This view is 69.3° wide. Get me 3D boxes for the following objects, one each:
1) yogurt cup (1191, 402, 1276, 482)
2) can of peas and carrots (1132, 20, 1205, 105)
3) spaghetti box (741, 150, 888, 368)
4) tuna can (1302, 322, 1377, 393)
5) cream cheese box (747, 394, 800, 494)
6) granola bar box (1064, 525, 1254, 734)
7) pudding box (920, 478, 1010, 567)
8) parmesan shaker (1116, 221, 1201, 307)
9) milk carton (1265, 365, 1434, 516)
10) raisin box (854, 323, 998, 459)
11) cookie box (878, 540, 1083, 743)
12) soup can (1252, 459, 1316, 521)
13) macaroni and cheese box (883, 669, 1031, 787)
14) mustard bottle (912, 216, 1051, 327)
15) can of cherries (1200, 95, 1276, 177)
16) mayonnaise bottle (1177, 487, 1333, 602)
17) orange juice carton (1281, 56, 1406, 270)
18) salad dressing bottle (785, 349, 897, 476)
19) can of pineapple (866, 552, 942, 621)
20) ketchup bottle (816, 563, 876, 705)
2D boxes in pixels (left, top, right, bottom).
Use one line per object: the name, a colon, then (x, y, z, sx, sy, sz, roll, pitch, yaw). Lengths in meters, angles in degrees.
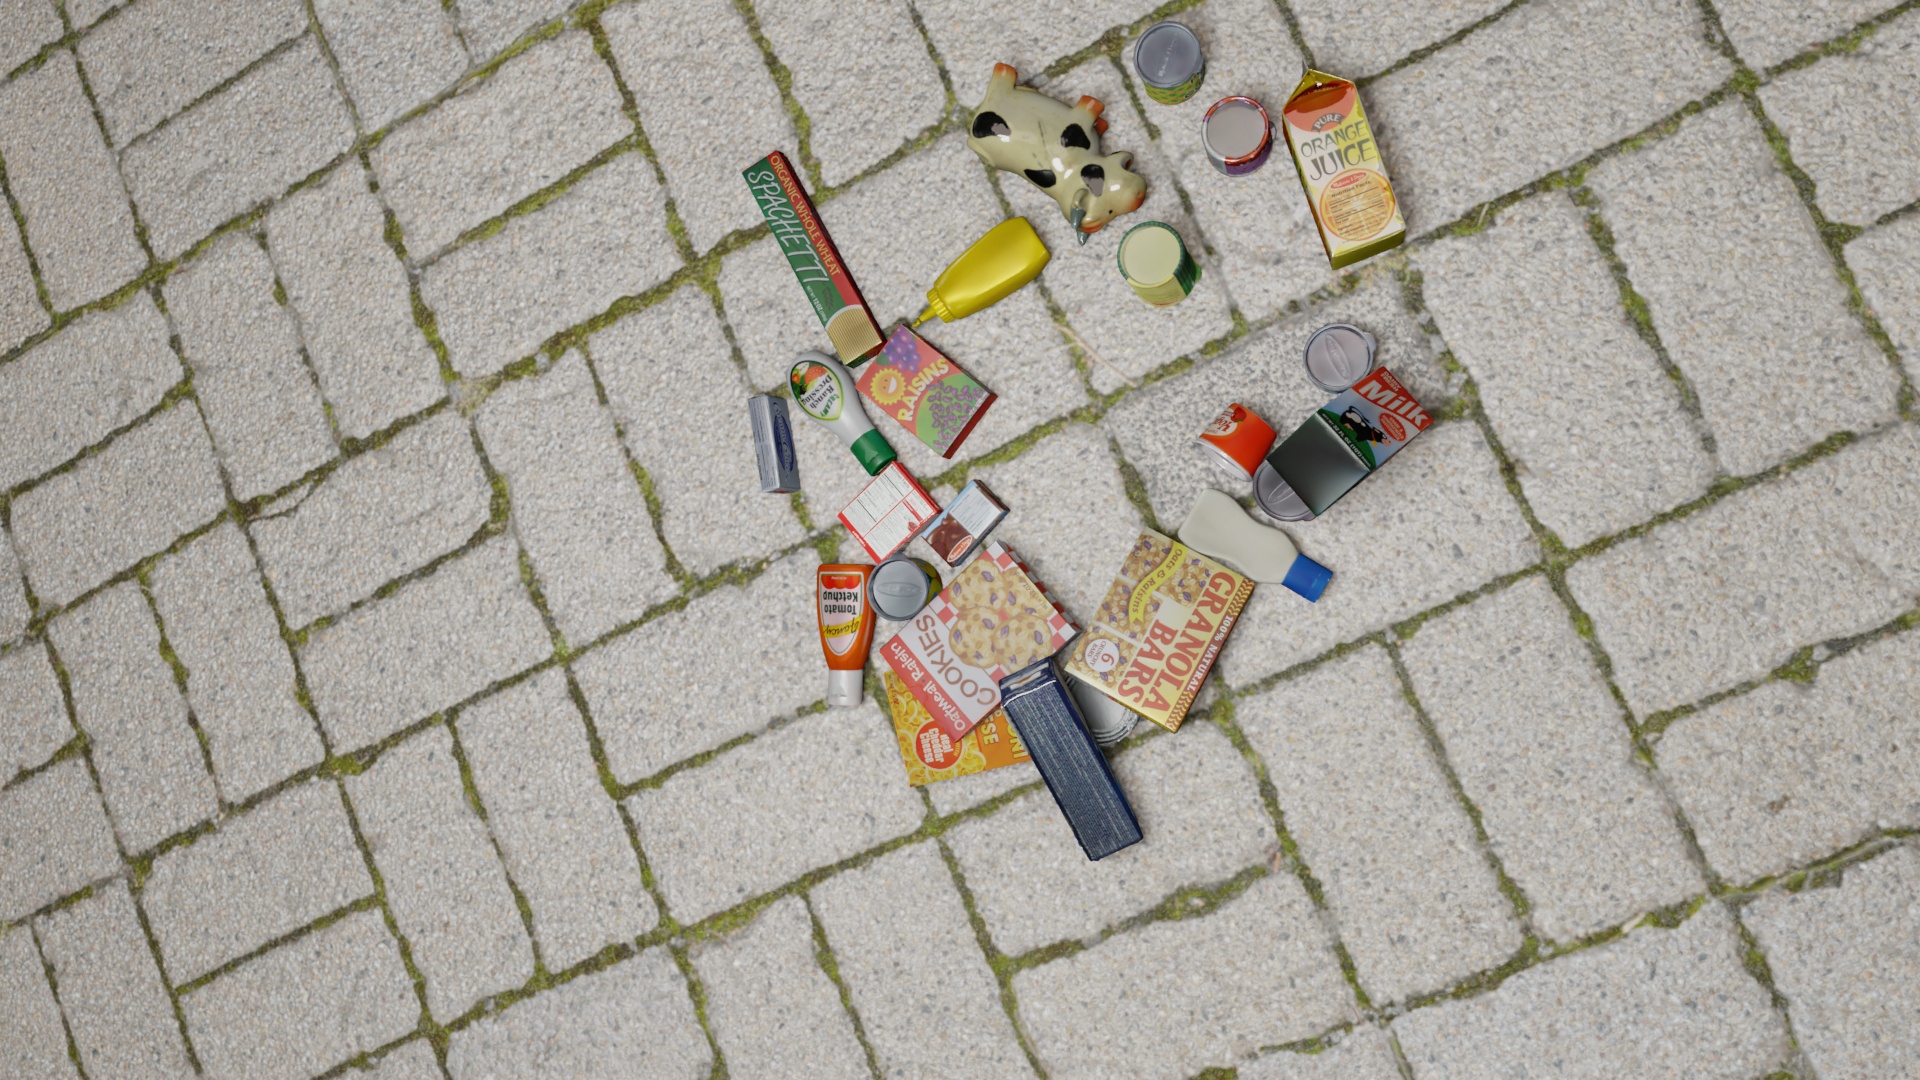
yogurt cup: (0.271, -0.097, 1.356, 0.072, 0.072, 0.054, 38, 91, 12)
can of peas and carrots: (0.211, -0.473, 1.381, 0.071, 0.059, 0.071, 0, 90, 14)
spaghetti box: (-0.157, -0.303, 1.492, 0.050, 0.029, 0.250, -30, 82, 12)
tuna can: (0.368, -0.177, 1.346, 0.071, 0.033, 0.071, 0, 89, 15)
cream cheese box: (-0.199, -0.103, 1.486, 0.024, 0.053, 0.104, -11, 86, 17)
granola bar box: (0.195, 0.088, 1.362, 0.124, 0.039, 0.166, 28, 80, 13)
pudding box: (0.005, -0.018, 1.442, 0.050, 0.030, 0.083, 44, 100, 10)
parmesan shaker: (0.195, -0.270, 1.358, 0.071, 0.103, 0.071, 0, 89, 15)
milk carton: (0.369, -0.100, 1.279, 0.072, 0.191, 0.073, 50, 134, 9)
raisin box: (-0.036, -0.156, 1.451, 0.123, 0.040, 0.086, 39, 99, 11)
cookie box: (0.018, 0.101, 1.389, 0.167, 0.040, 0.123, -43, 77, 10)
soup can: (0.318, -0.048, 1.331, 0.071, 0.084, 0.071, 0, 89, 15)
macaroni and cheese box: (0.016, 0.175, 1.429, 0.166, 0.040, 0.124, -15, 84, 15)
mustard bottle: (0.015, -0.268, 1.435, 0.160, 0.049, 0.065, -33, 81, 13)
can of cherries: (0.274, -0.398, 1.363, 0.071, 0.058, 0.071, 0, 89, 15)
mayonnaise bottle: (0.290, 0.009, 1.360, 0.148, 0.041, 0.064, 32, 96, 12)
orange juice carton: (0.360, -0.366, 1.333, 0.073, 0.072, 0.192, -19, 84, 14)
salad dressing bottle: (-0.125, -0.134, 1.471, 0.064, 0.044, 0.148, -42, 79, 17)
can of pineapple: (-0.056, 0.049, 1.442, 0.071, 0.058, 0.071, 0, 89, 15)
ketchup bottle: (-0.120, 0.099, 1.466, 0.065, 0.043, 0.148, 1, 90, 17)
